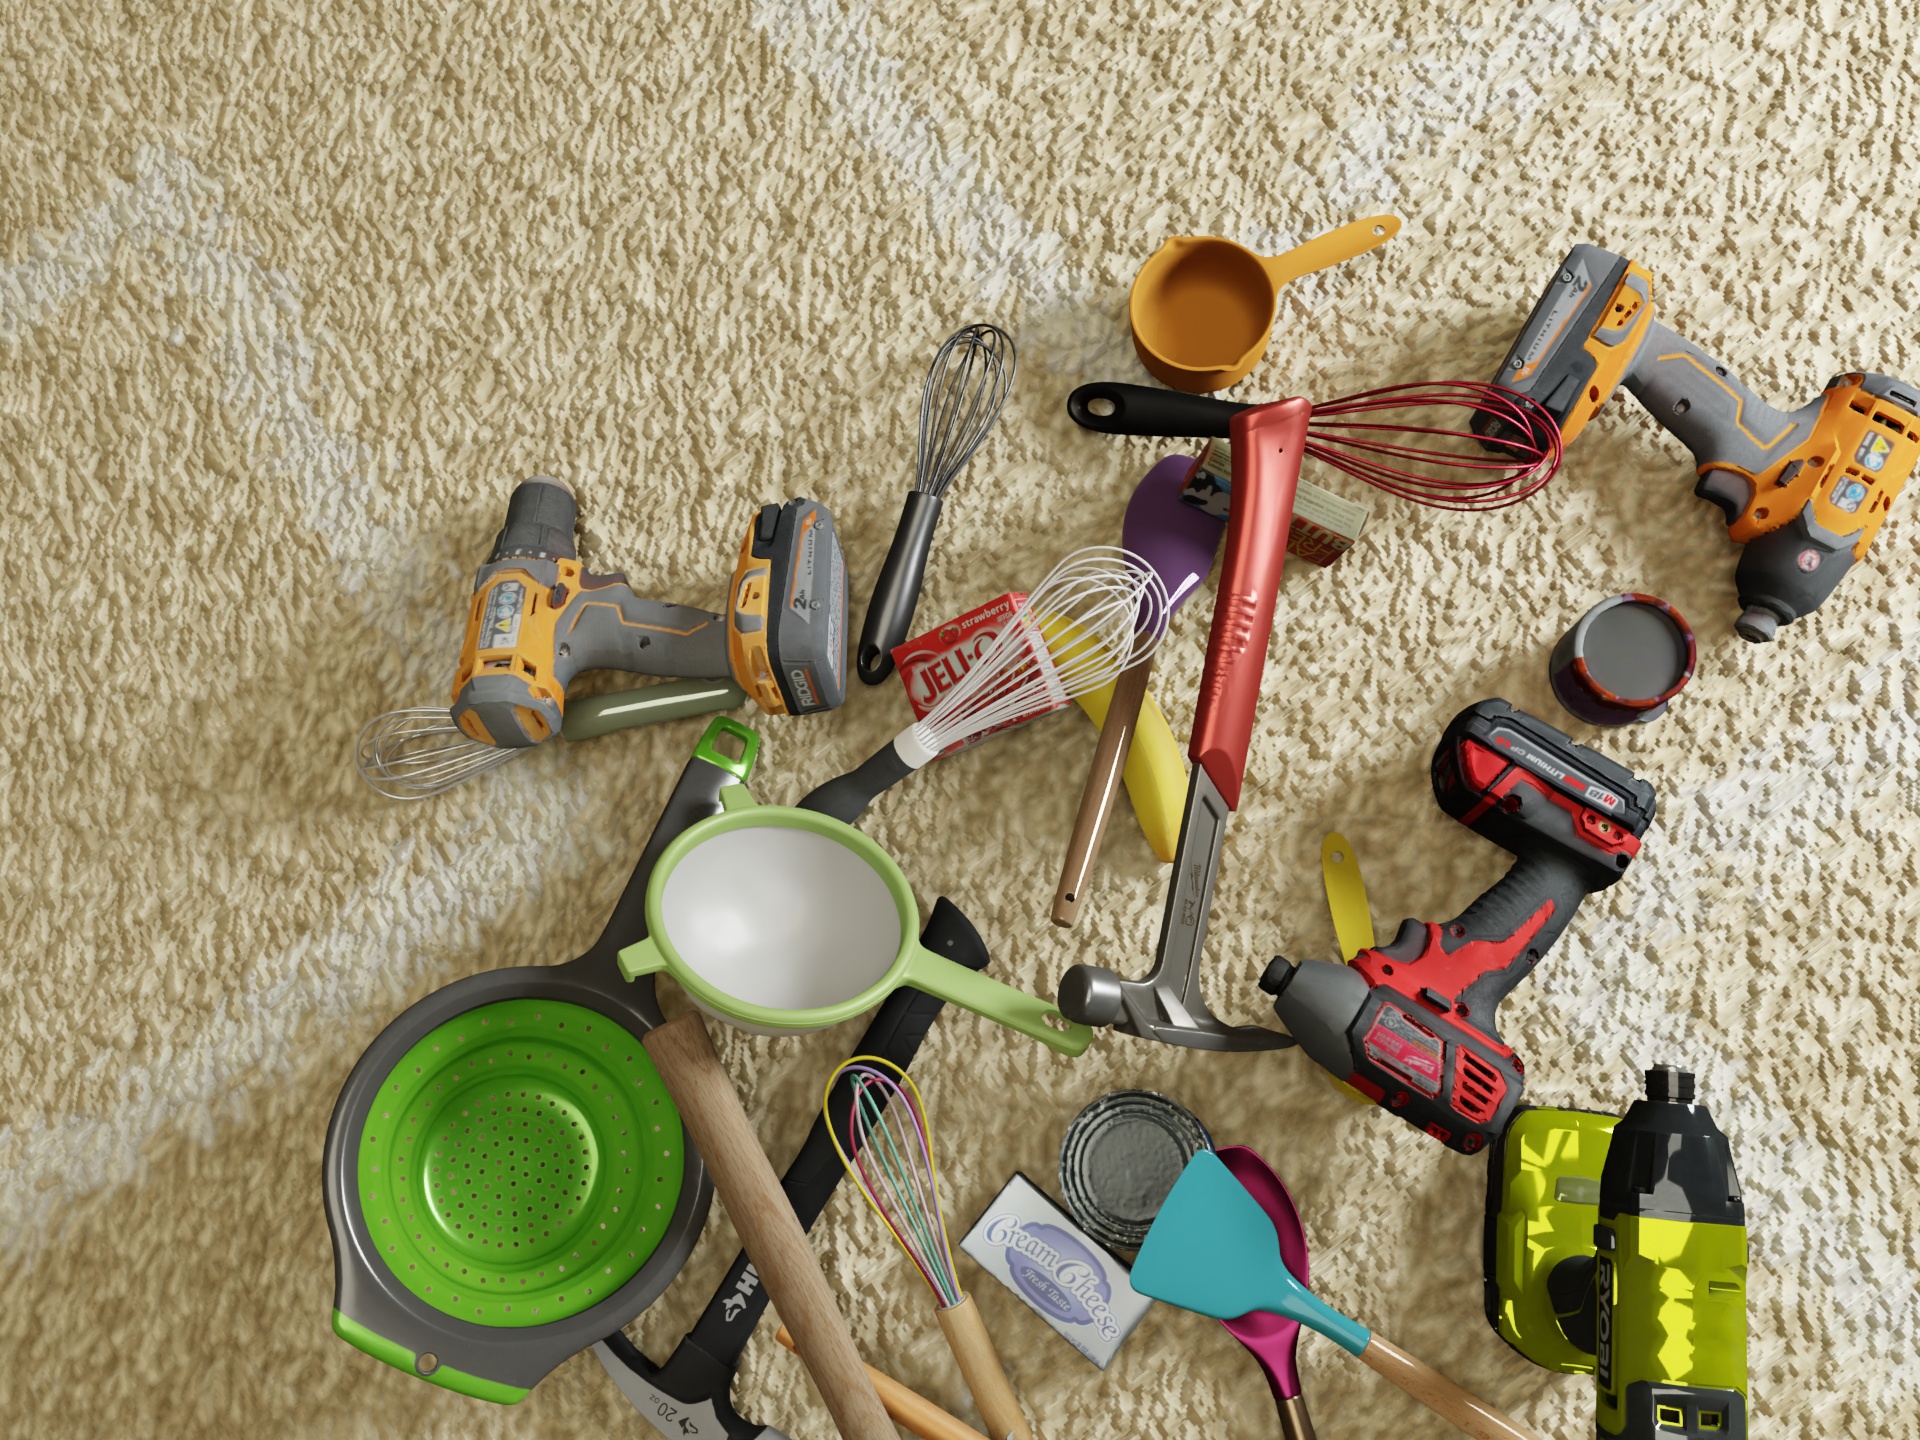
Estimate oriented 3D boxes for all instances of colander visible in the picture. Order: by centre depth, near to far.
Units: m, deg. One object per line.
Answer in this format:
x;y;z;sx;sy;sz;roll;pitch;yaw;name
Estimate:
-0.216;0.178;0.918;0.204;0.094;0.397;28;63;-10;colander

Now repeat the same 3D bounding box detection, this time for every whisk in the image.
-0.010;0.296;0.867;0.047;0.051;0.245;-24;92;-30;whisk
-0.002;-0.004;0.900;0.284;0.070;0.070;-36;75;25;whisk
0.195;-0.170;0.924;0.296;0.073;0.073;12;80;28;whisk
-0.019;-0.135;0.979;0.055;0.055;0.239;17;85;10;whisk
-0.252;0.004;0.979;0.246;0.058;0.059;-11;109;1;whisk

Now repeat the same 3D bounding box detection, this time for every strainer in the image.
-0.054;0.143;0.885;0.256;0.069;0.152;22;42;2;strainer

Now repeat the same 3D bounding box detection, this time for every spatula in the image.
0.237;0.345;0.837;0.317;0.044;0.082;32;73;6;spatula
0.044;0.405;0.846;0.323;0.041;0.081;28;108;11;spatula
0.098;-0.027;0.915;0.060;0.018;0.316;17;64;3;spatula

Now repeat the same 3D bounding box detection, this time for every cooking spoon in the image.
0.184;0.391;0.858;0.069;0.017;0.319;-16;77;1;cooking spoon

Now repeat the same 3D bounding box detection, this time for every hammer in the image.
-0.080;0.307;0.840;0.130;0.031;0.331;-29;82;12;hammer
0.153;0.000;0.876;0.149;0.037;0.359;14;85;-28;hammer
-0.085;0.251;0.910;0.146;0.035;0.335;29;83;11;hammer

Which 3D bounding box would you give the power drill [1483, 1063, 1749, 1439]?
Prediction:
0.316;0.252;0.766;0.080;0.223;0.171;4;79;7;power drill

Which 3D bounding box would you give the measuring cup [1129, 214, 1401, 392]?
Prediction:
0.186;-0.262;0.976;0.173;0.052;0.095;-23;77;0;measuring cup

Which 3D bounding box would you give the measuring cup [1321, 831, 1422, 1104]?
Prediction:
0.225;0.141;0.906;0.062;0.029;0.157;-6;67;0;measuring cup

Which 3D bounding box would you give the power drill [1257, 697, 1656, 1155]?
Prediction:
0.267;0.106;0.862;0.143;0.078;0.220;31;76;11;power drill

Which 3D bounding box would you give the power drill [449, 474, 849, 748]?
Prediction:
-0.185;-0.078;0.958;0.226;0.084;0.186;-5;56;6;power drill

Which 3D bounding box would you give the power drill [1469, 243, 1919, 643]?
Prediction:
0.417;-0.156;0.913;0.226;0.084;0.164;30;85;8;power drill
